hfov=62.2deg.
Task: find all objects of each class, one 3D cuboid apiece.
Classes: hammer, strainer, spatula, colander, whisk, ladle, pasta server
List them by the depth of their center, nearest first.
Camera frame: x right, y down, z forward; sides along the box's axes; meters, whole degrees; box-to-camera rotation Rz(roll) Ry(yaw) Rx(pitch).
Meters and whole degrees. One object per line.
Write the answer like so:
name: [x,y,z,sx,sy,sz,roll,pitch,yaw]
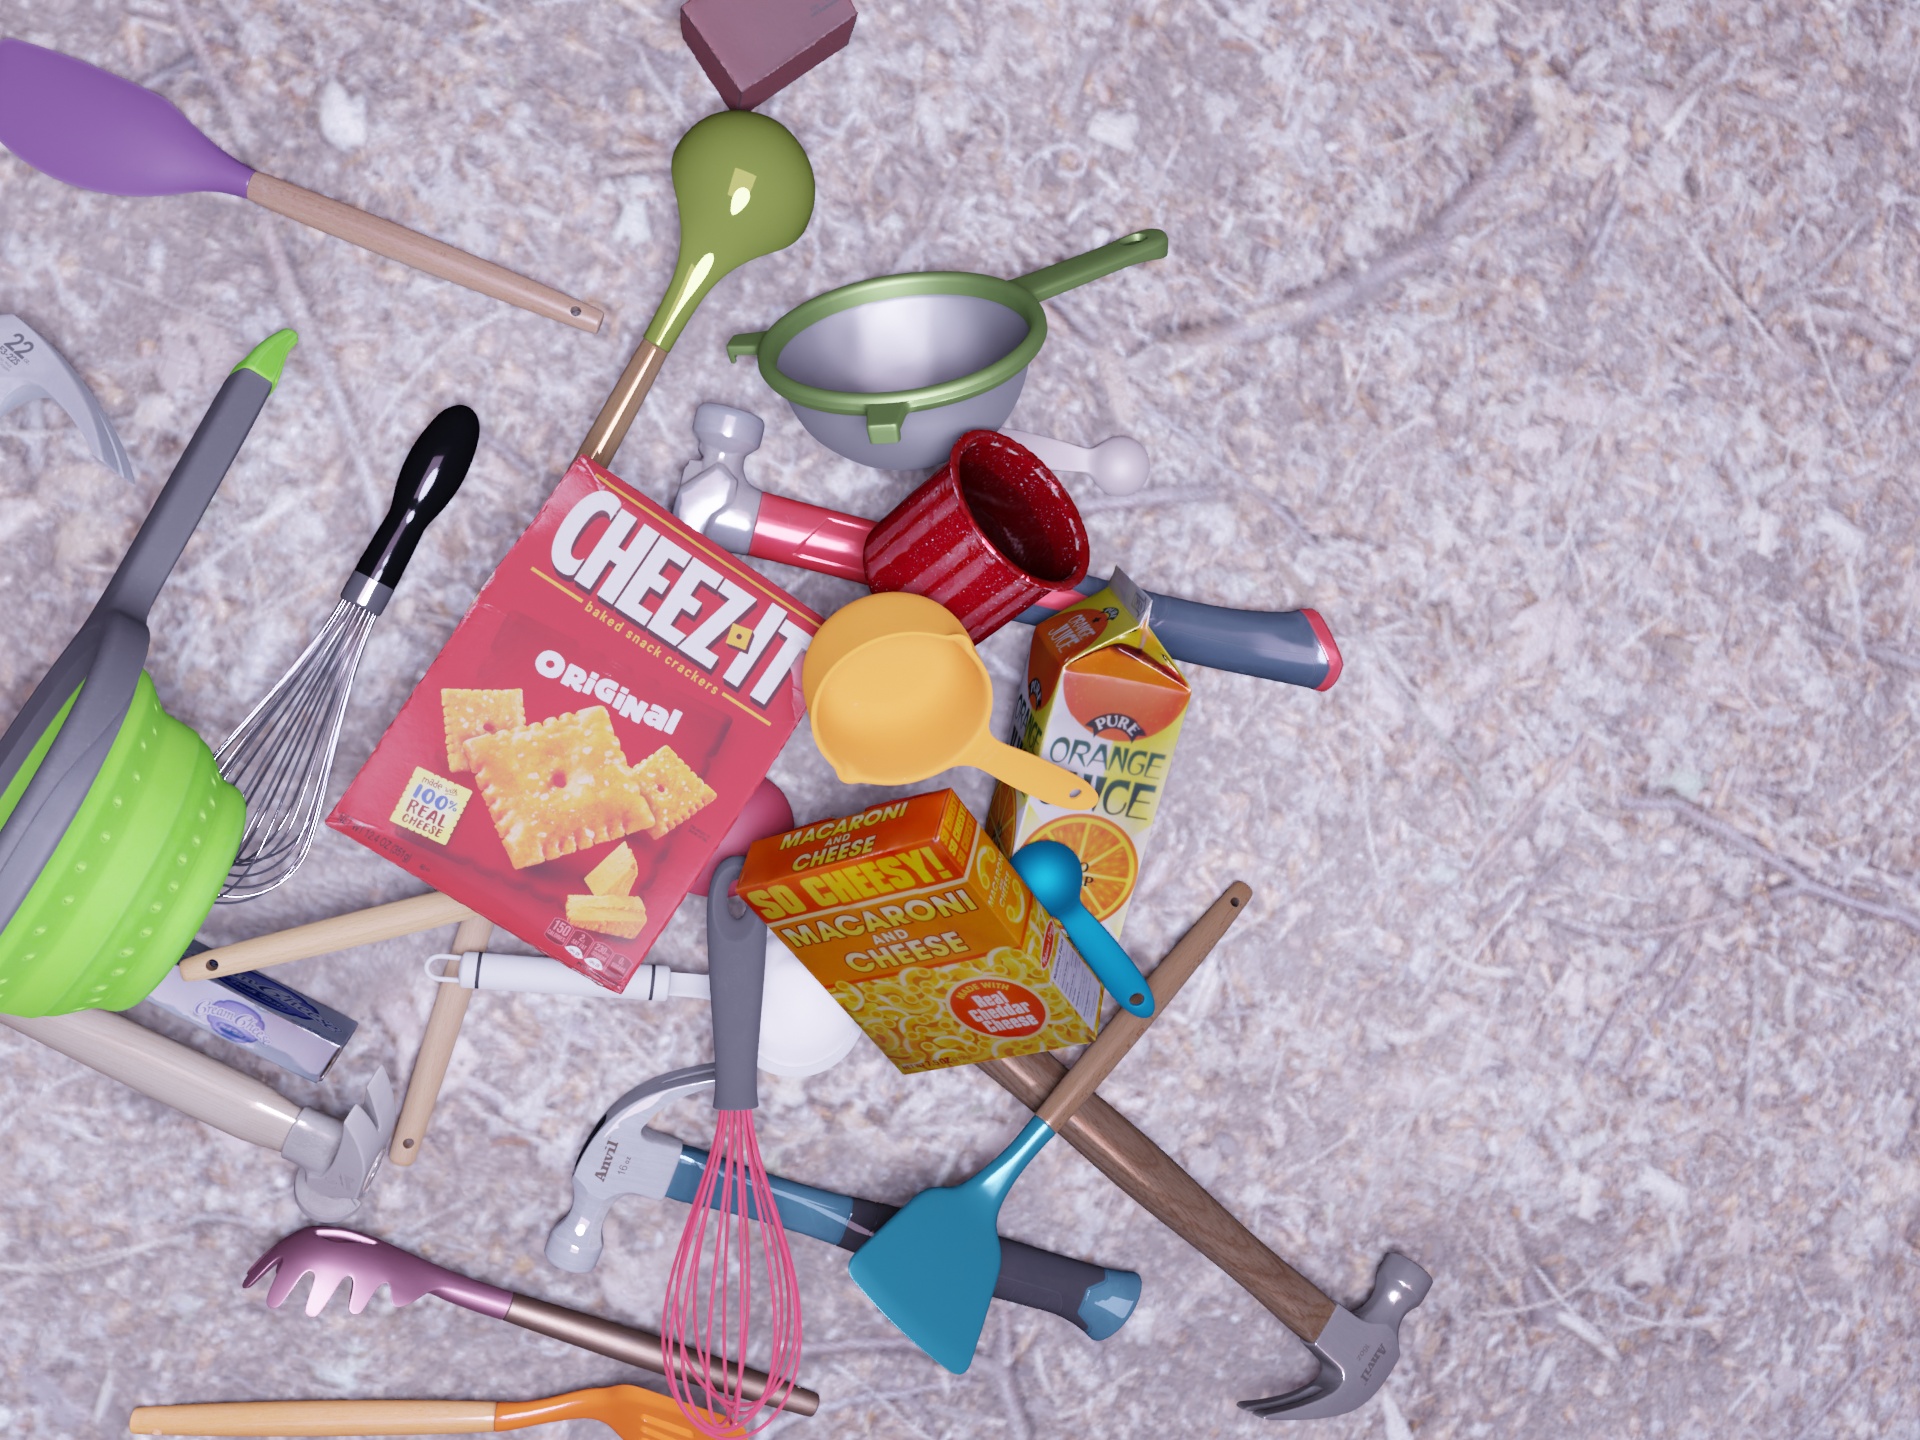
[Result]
hammer: [-0.560,-0.025,0.732,0.144,0.035,0.405,36,79,4]
colander: [-0.366,-0.009,0.737,0.094,0.204,0.397,33,57,-32]
hammer: [-0.469,0.123,0.767,0.410,0.146,0.038,28,49,-7]
spatula: [-0.336,-0.261,0.811,0.315,0.018,0.060,19,91,-10]
whisk: [-0.320,-0.037,0.813,0.070,0.070,0.284,27,84,-12]
whisk: [-0.116,0.218,0.816,0.073,0.073,0.296,1,85,-11]
ladle: [-0.235,0.087,0.825,0.315,0.031,0.069,-14,93,-18]
ladle: [-0.175,-0.176,0.843,0.078,0.062,0.320,29,95,-17]
spatula: [-0.276,0.382,0.853,0.322,0.041,0.081,3,128,-9]
strainer: [-0.154,0.143,0.854,0.258,0.050,0.087,6,71,-13]
strainer: [0.015,-0.198,0.857,0.256,0.152,0.069,-28,132,-26]
pasta server: [-0.223,0.333,0.863,0.316,0.060,0.040,25,81,-16]
spatula: [0.067,0.204,0.875,0.082,0.044,0.317,43,71,1]
hammer: [0.028,-0.058,0.886,0.386,0.038,0.143,13,92,-12]
hammer: [-0.053,0.287,0.896,0.331,0.033,0.128,21,91,-12]
hammer: [0.125,0.280,0.921,0.331,0.031,0.130,41,69,-7]

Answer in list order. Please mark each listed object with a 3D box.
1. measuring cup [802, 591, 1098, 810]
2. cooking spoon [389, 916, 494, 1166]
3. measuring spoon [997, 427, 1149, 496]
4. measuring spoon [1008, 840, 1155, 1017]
measuring cup: [-0.001,-0.003,0.787,0.173,0.052,0.095,27,114,-33]
cooking spoon: [-0.252,0.085,0.851,0.068,0.017,0.319,18,90,-27]
measuring spoon: [0.049,-0.150,0.893,0.124,0.018,0.034,8,93,-11]
measuring spoon: [0.069,0.117,0.843,0.042,0.021,0.128,-35,111,6]
